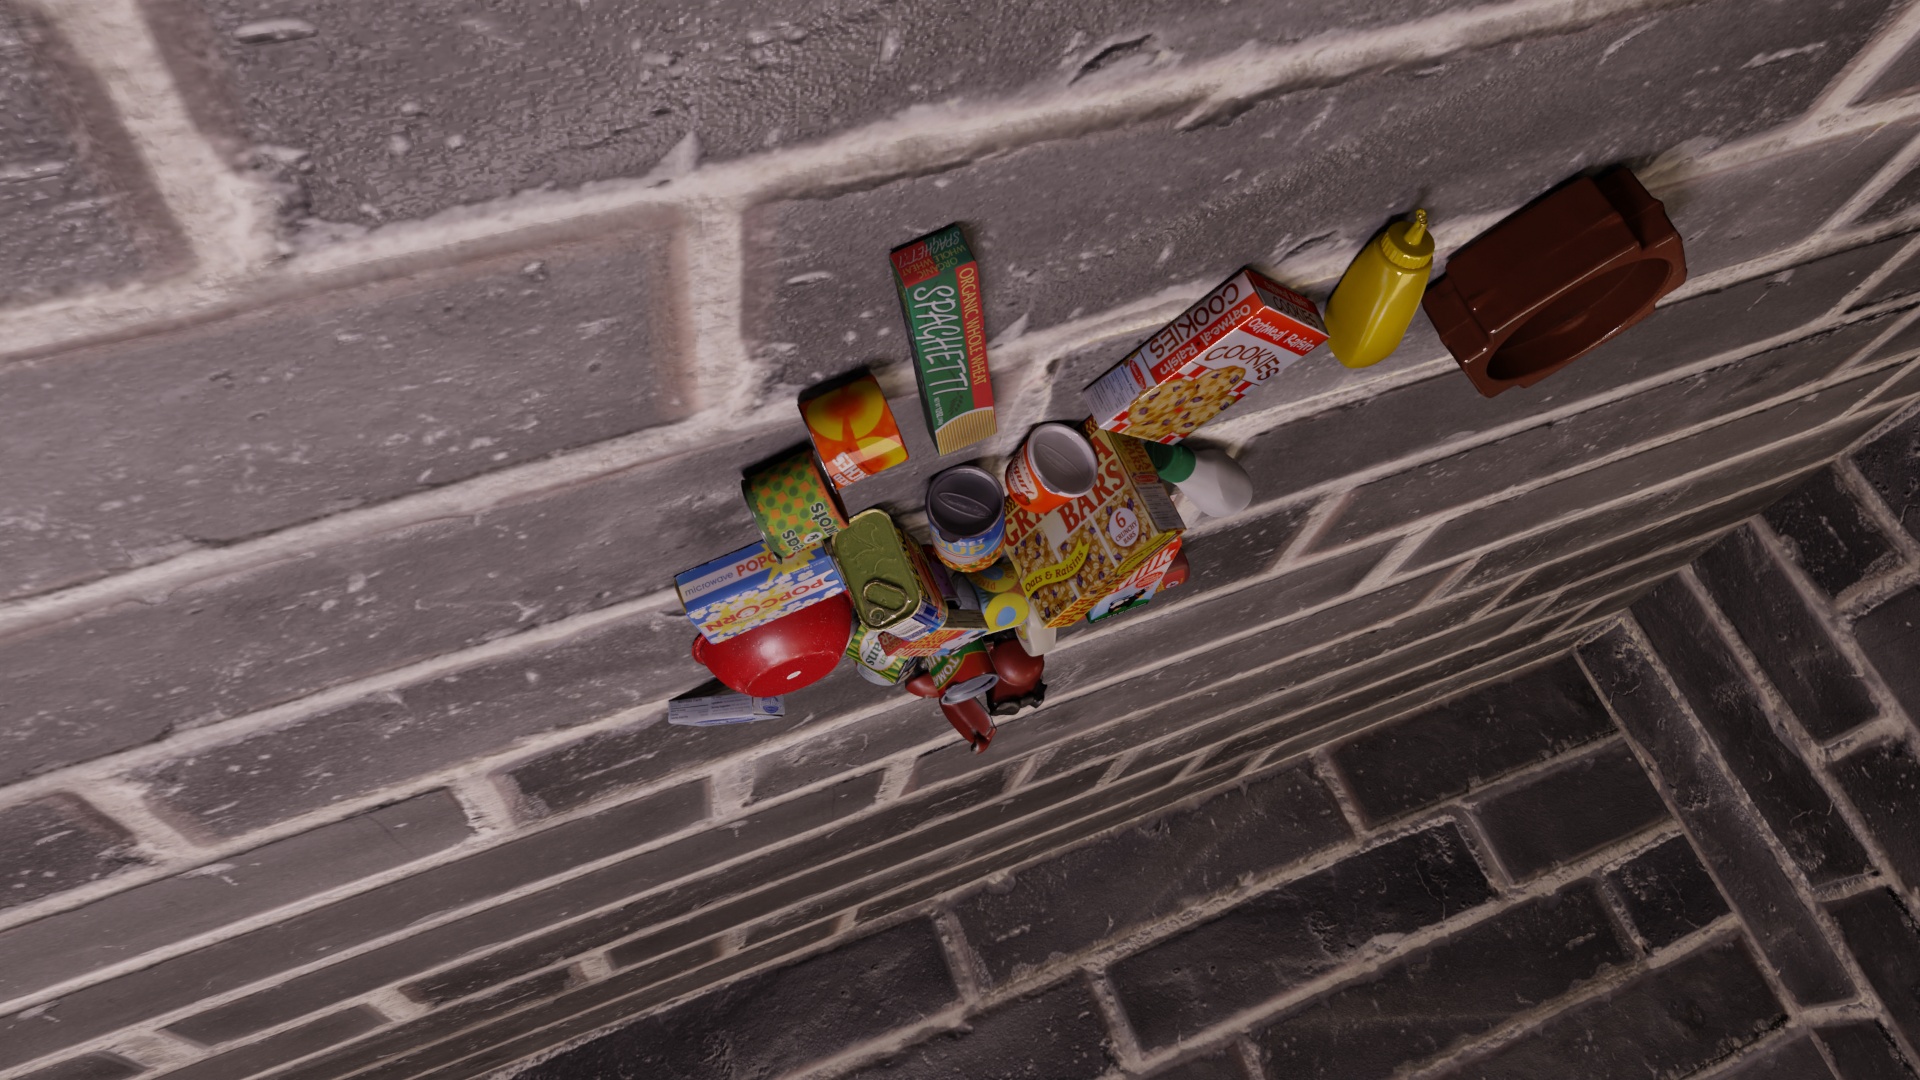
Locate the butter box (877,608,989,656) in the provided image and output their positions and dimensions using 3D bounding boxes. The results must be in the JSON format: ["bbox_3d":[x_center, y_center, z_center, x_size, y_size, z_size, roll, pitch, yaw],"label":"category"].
[{"bbox_3d":[-0.024,0.085,1.280,0.053,0.024,0.103,-37,157,29],"label":"butter box"}]

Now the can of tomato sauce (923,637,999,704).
[{"bbox_3d":[-0.006,0.121,1.464,0.071,0.083,0.071,-21,158,-9],"label":"can of tomato sauce"}]

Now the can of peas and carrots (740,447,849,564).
[{"bbox_3d":[-0.120,-0.025,1.024,0.059,0.071,0.070,-26,158,2],"label":"can of peas and carrots"}]

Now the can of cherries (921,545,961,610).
[{"bbox_3d":[-0.042,0.046,1.288,0.071,0.058,0.071,-21,159,-8],"label":"can of cherries"}]

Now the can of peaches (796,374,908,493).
[{"bbox_3d":[-0.073,-0.073,0.963,0.058,0.071,0.071,-24,158,-4],"label":"can of peaches"}]

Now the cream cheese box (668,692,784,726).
[{"bbox_3d":[-0.231,0.166,1.367,0.103,0.024,0.053,-9,167,25],"label":"cream cheese box"}]

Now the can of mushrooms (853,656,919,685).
[{"bbox_3d":[-0.073,0.108,1.393,0.071,0.071,0.033,-16,157,-19],"label":"can of mushrooms"}]

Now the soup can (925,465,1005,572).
[{"bbox_3d":[0.004,-0.015,1.180,0.071,0.071,0.083,-22,158,-6],"label":"soup can"}]

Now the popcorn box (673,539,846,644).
[{"bbox_3d":[-0.167,0.037,1.164,0.127,0.038,0.085,-22,157,-4],"label":"popcorn box"}]

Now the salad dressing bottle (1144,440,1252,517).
[{"bbox_3d":[0.225,-0.063,1.318,0.044,0.064,0.147,-16,158,35],"label":"salad dressing bottle"}]

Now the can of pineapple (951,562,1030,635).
[{"bbox_3d":[0.029,0.057,1.380,0.058,0.071,0.070,-14,156,-27],"label":"can of pineapple"}]

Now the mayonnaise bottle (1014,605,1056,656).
[{"bbox_3d":[0.078,0.068,1.465,0.041,0.065,0.147,-18,154,-6],"label":"mayonnaise bottle"}]

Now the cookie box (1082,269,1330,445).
[{"bbox_3d":[0.200,-0.145,1.126,0.167,0.040,0.123,-36,156,29],"label":"cookie box"}]

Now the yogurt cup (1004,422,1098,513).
[{"bbox_3d":[0.073,-0.058,1.164,0.072,0.072,0.053,-9,161,-34],"label":"yogurt cup"}]

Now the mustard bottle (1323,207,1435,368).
[{"bbox_3d":[0.339,-0.204,1.103,0.049,0.065,0.159,-13,152,-16],"label":"mustard bottle"}]

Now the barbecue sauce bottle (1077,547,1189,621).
[{"bbox_3d":[0.180,0.050,1.550,0.149,0.044,0.064,-22,159,-6],"label":"barbecue sauce bottle"}]

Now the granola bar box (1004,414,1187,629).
[{"bbox_3d":[0.106,-0.016,1.208,0.039,0.124,0.164,-3,150,-41],"label":"granola bar box"}]

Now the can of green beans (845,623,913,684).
[{"bbox_3d":[-0.070,0.096,1.340,0.071,0.058,0.071,-59,178,-4],"label":"can of green beans"}]

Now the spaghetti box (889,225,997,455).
[{"bbox_3d":[-0.008,-0.129,0.959,0.050,0.029,0.249,-23,159,-5],"label":"spaghetti box"}]

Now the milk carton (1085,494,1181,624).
[{"bbox_3d":[0.163,0.007,1.391,0.072,0.073,0.189,-18,157,-14],"label":"milk carton"}]
